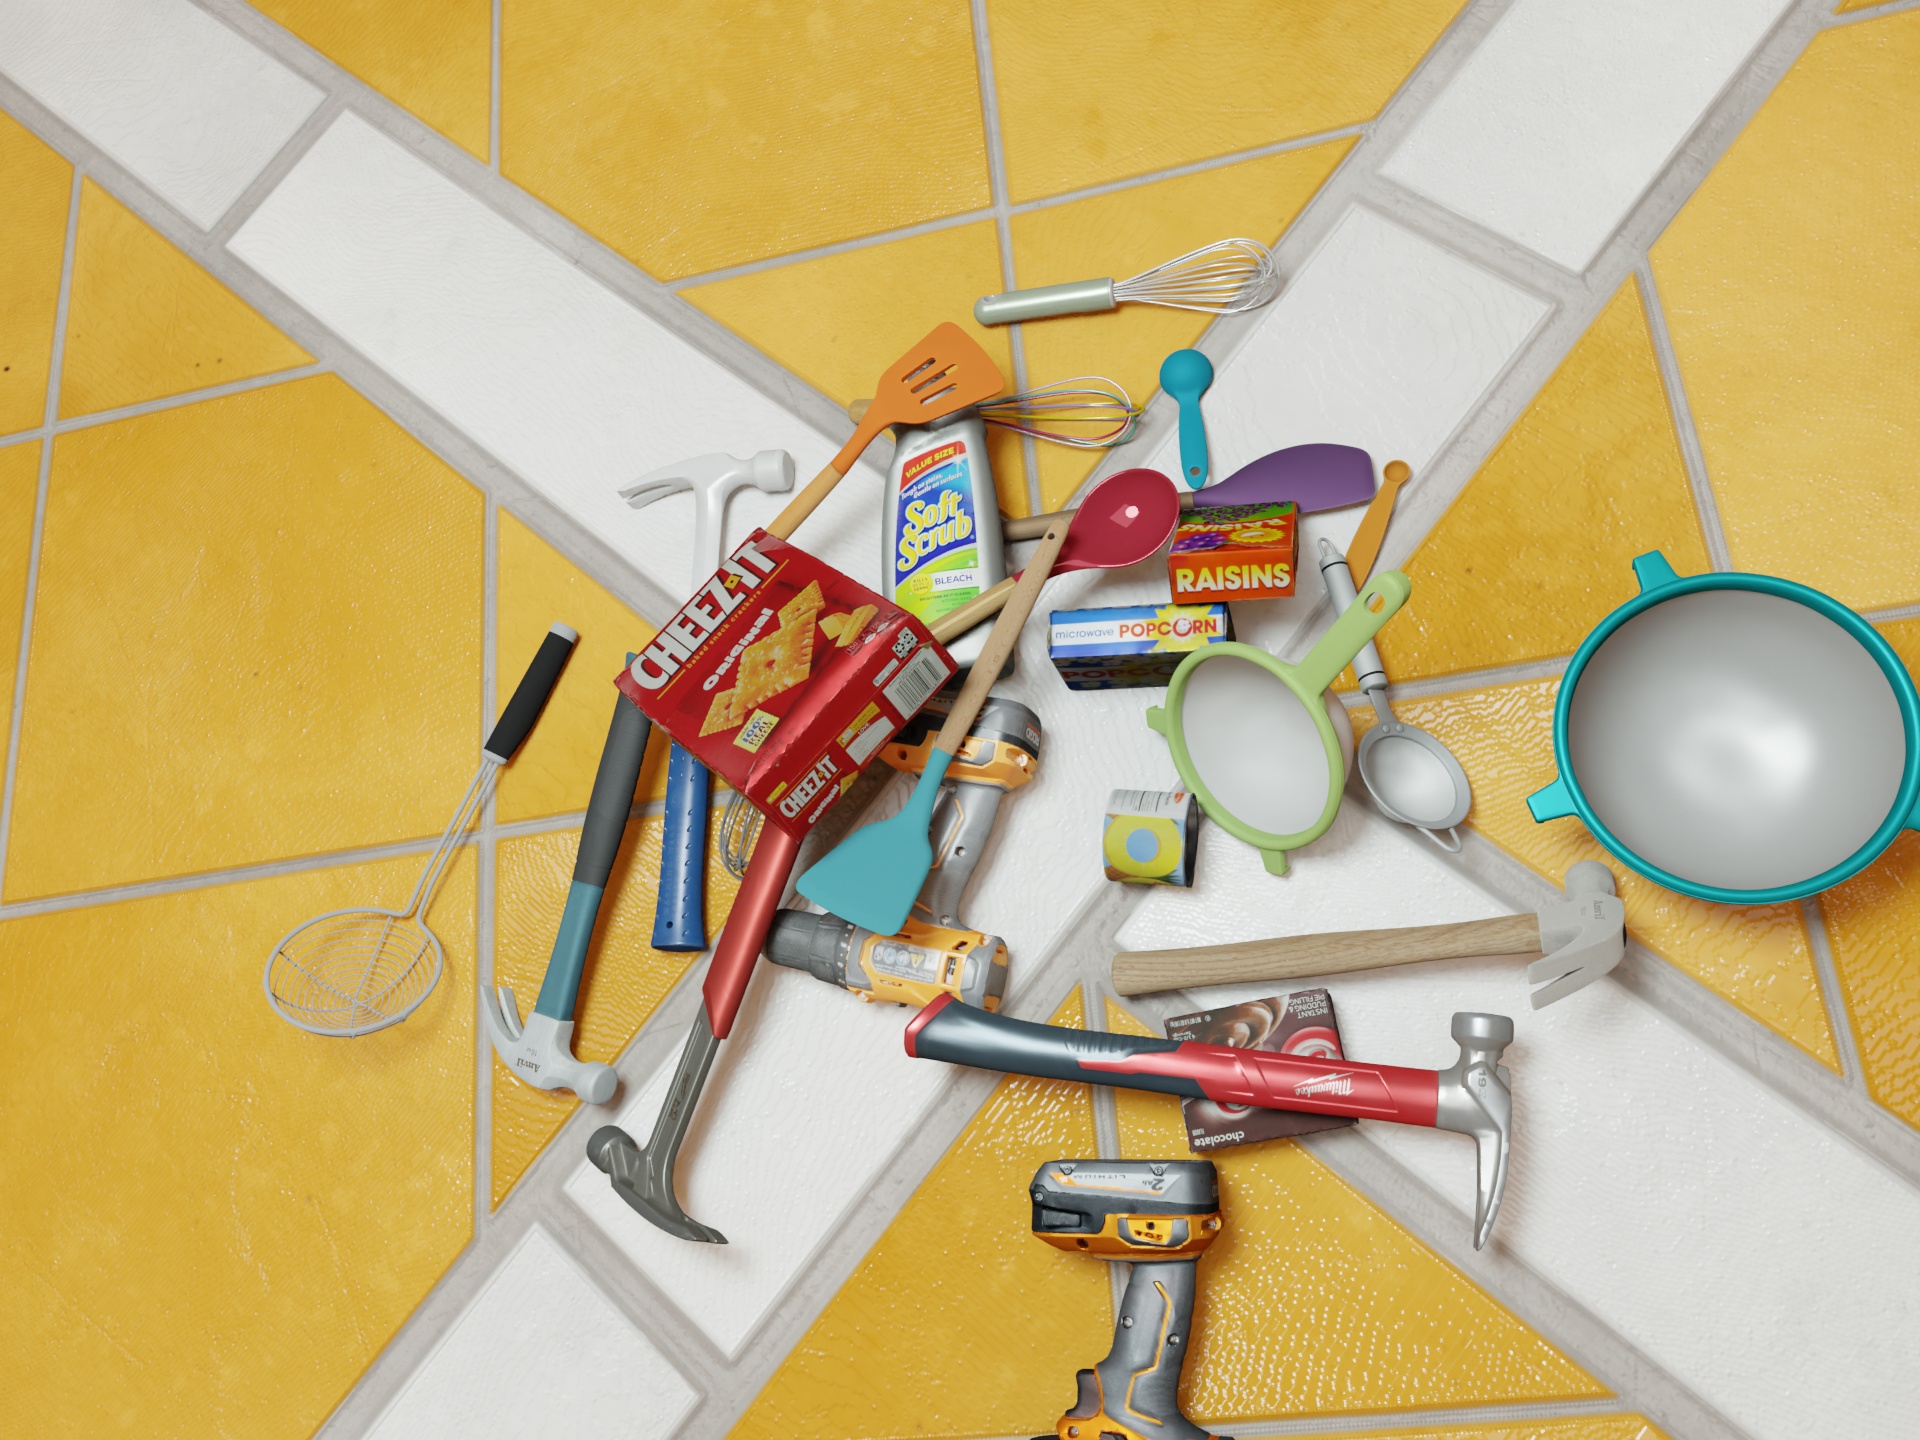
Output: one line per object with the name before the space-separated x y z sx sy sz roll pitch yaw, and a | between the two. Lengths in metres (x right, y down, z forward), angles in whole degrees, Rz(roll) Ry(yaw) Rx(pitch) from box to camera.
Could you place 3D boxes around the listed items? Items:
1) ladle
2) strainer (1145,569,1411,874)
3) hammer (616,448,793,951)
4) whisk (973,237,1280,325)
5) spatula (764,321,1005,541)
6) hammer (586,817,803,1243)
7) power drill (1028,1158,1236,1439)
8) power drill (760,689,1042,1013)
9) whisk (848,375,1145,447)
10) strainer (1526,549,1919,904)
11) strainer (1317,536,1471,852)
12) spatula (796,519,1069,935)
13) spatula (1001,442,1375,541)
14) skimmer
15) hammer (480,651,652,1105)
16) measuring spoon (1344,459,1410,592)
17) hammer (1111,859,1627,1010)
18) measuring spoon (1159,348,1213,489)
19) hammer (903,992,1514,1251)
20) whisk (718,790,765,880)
ladle | 0.019 -0.083 1.141 0.315 0.031 0.069 -31 69 -1
strainer | 0.234 -0.021 1.049 0.069 0.256 0.152 -25 69 -36
hammer | -0.213 -0.022 1.251 0.144 0.035 0.406 -3 72 14
whisk | 0.128 -0.339 1.259 0.246 0.059 0.058 -4 35 18
spatula | -0.104 -0.171 1.207 0.322 0.041 0.081 -44 64 14
hammer | -0.155 0.175 1.119 0.149 0.036 0.359 17 85 45
power drill | 0.094 0.398 1.013 0.164 0.084 0.227 -4 76 14
power drill | -0.043 0.092 1.149 0.185 0.084 0.226 8 80 19
whisk | 0.027 -0.243 1.260 0.245 0.051 0.047 4 53 20
strainer | 0.543 0.043 0.999 0.340 0.095 0.211 24 83 18
strainer | 0.291 -0.018 1.111 0.086 0.050 0.259 0 63 -24
spatula | -0.002 -0.003 1.091 0.082 0.044 0.317 23 80 25
spatula | 0.151 -0.165 1.207 0.316 0.018 0.060 -8 64 13
skimmer | -0.405 0.075 1.239 0.127 0.090 0.363 23 79 16
hammer | -0.276 0.110 1.200 0.128 0.033 0.331 10 82 29
measuring spoon | 0.302 -0.138 1.166 0.021 0.011 0.117 21 83 23
hammer | 0.261 0.153 1.044 0.331 0.130 0.031 -9 109 20
measuring spoon | 0.175 -0.234 1.213 0.042 0.021 0.129 -8 63 12
hammer | 0.151 0.241 1.025 0.386 0.038 0.143 4 77 13
whisk | -0.135 0.010 1.217 0.055 0.055 0.239 9 71 17
